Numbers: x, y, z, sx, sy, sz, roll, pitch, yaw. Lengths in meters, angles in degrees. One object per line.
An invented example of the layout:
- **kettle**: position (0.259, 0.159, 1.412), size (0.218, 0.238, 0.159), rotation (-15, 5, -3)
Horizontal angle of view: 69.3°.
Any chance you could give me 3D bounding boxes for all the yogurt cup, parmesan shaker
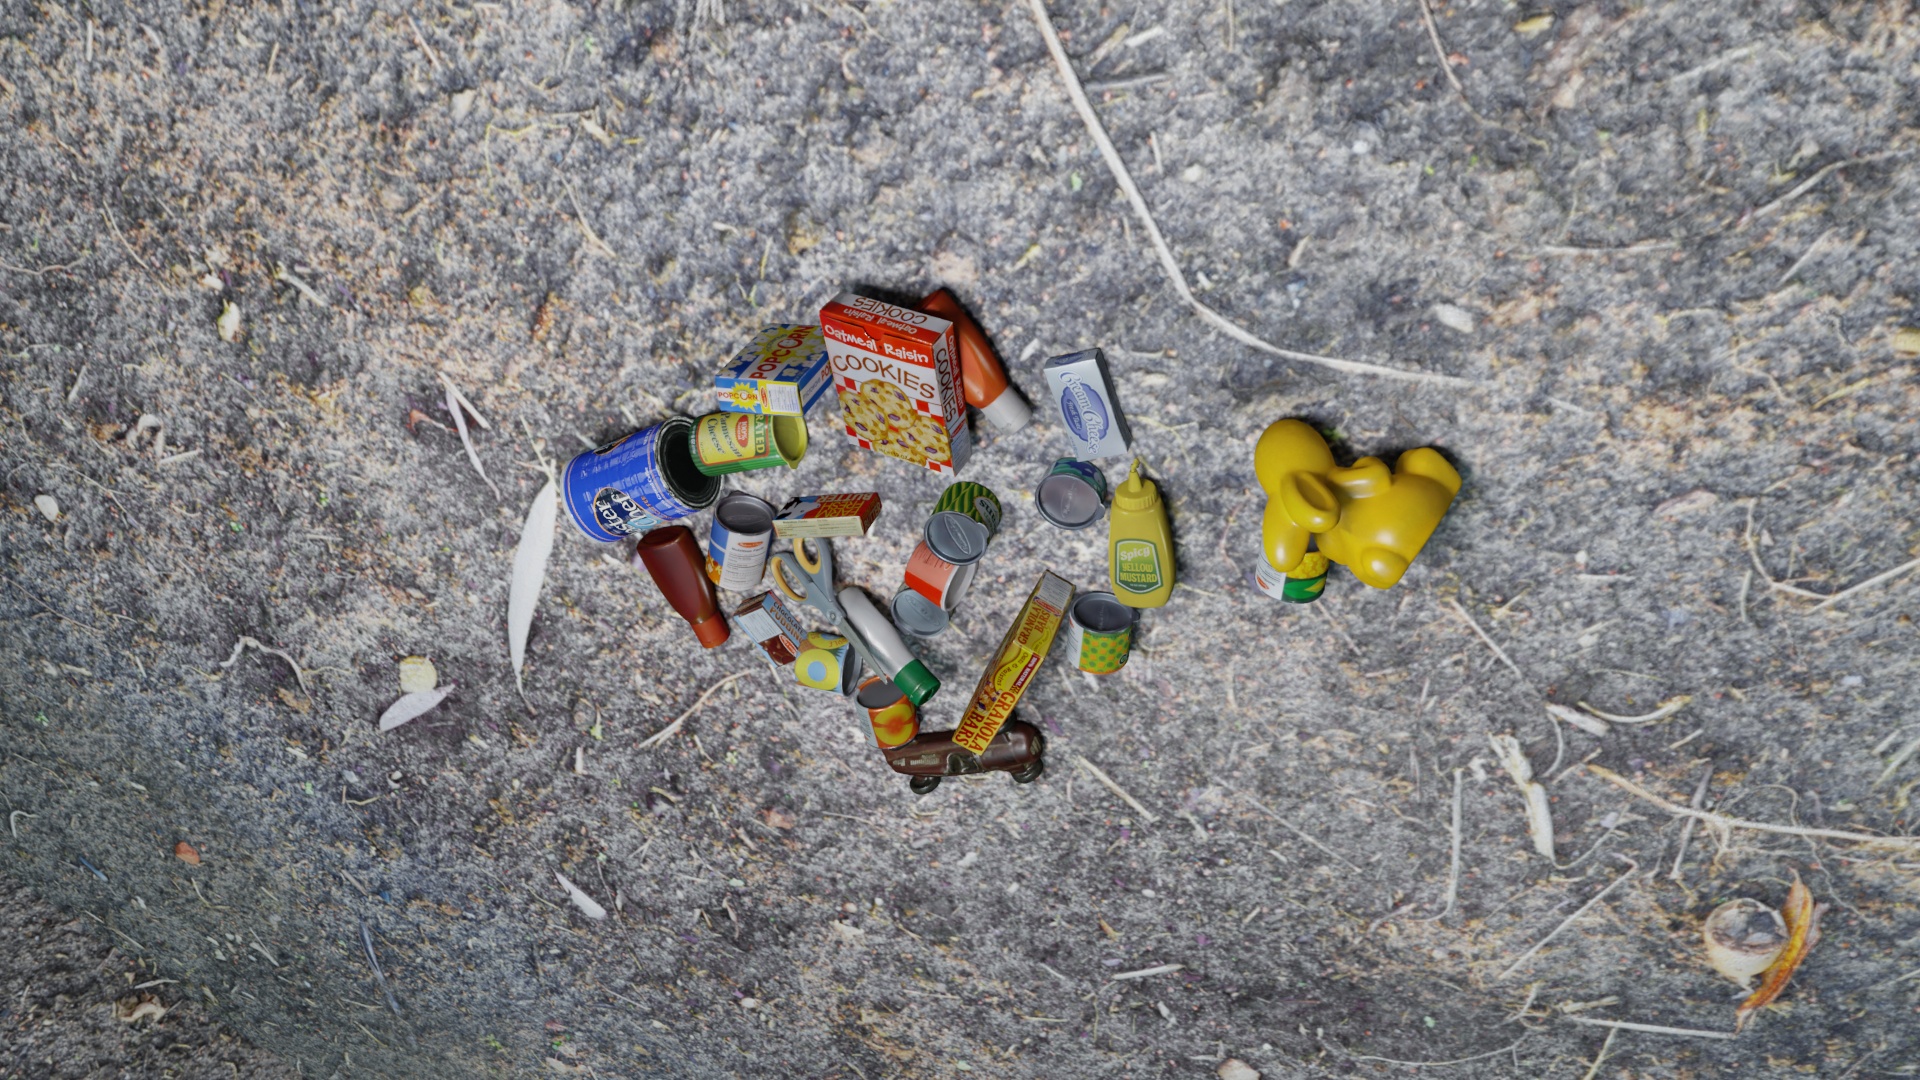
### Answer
- **yogurt cup**: position (-0.022, 0.033, 1.440), size (0.054, 0.073, 0.072), rotation (26, 130, 17)
- **parmesan shaker**: position (-0.217, -0.101, 1.413), size (0.103, 0.072, 0.071), rotation (-8, 121, 25)

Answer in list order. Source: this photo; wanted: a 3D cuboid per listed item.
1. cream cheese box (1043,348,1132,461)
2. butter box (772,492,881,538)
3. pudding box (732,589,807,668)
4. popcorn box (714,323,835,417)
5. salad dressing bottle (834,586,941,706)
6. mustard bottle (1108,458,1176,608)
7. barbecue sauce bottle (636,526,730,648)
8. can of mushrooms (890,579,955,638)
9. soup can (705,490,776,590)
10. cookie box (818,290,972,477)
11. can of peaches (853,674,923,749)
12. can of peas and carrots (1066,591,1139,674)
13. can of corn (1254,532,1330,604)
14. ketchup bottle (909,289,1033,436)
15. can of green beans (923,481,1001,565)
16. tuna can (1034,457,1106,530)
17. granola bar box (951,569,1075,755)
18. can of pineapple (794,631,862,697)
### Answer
- **cream cheese box**: position (0.120, -0.126, 1.299), size (0.053, 0.024, 0.103), rotation (-10, 120, 25)
- **butter box**: position (-0.139, -0.026, 1.449), size (0.103, 0.053, 0.024), rotation (-3, 120, 21)
- **pudding box**: position (-0.214, 0.102, 1.583), size (0.049, 0.030, 0.083), rotation (-24, 113, 31)
- **popcorn box**: position (-0.166, -0.162, 1.315), size (0.085, 0.127, 0.038), rotation (5, 123, 17)
- **salad dressing bottle**: position (-0.082, 0.115, 1.498), size (0.148, 0.044, 0.064), rotation (46, 152, 18)
- **mustard bottle**: position (0.173, -0.009, 1.347), size (0.065, 0.049, 0.159), rotation (1, 124, 18)
- **barbecue sauce bottle**: position (-0.309, 0.055, 1.577), size (0.065, 0.044, 0.148), rotation (-8, 121, 25)
- **can of mushrooms**: position (-0.041, 0.071, 1.494), size (0.071, 0.034, 0.070), rotation (10, 127, 13)
- **soup can**: position (-0.238, 0.001, 1.500), size (0.071, 0.072, 0.083), rotation (22, 130, 5)
- **cookie box**: position (-0.059, -0.145, 1.303), size (0.123, 0.040, 0.166), rotation (19, 143, 24)
- **can of peaches**: position (-0.082, 0.193, 1.578), size (0.071, 0.071, 0.057), rotation (-1, 123, 21)
- **can of peas and carrots**: position (0.145, 0.095, 1.422), size (0.071, 0.071, 0.058), rotation (12, 128, 12)
- **can of corn**: position (0.315, 0.016, 1.303), size (0.071, 0.071, 0.058), rotation (11, 127, 13)
- **ketchup bottle**: position (0.007, -0.162, 1.303), size (0.064, 0.044, 0.148), rotation (-29, 110, 41)
- **can of green beans**: position (0.003, -0.017, 1.399), size (0.071, 0.058, 0.071), rotation (10, 127, 14)
- **tuna can**: position (0.110, -0.045, 1.355), size (0.071, 0.033, 0.070), rotation (10, 127, 14)
- **granola bar box**: position (0.056, 0.128, 1.441), size (0.039, 0.125, 0.164), rotation (29, 129, 1)
- **can of pineapple**: position (-0.148, 0.137, 1.562), size (0.058, 0.071, 0.070), rotation (9, 127, 15)
